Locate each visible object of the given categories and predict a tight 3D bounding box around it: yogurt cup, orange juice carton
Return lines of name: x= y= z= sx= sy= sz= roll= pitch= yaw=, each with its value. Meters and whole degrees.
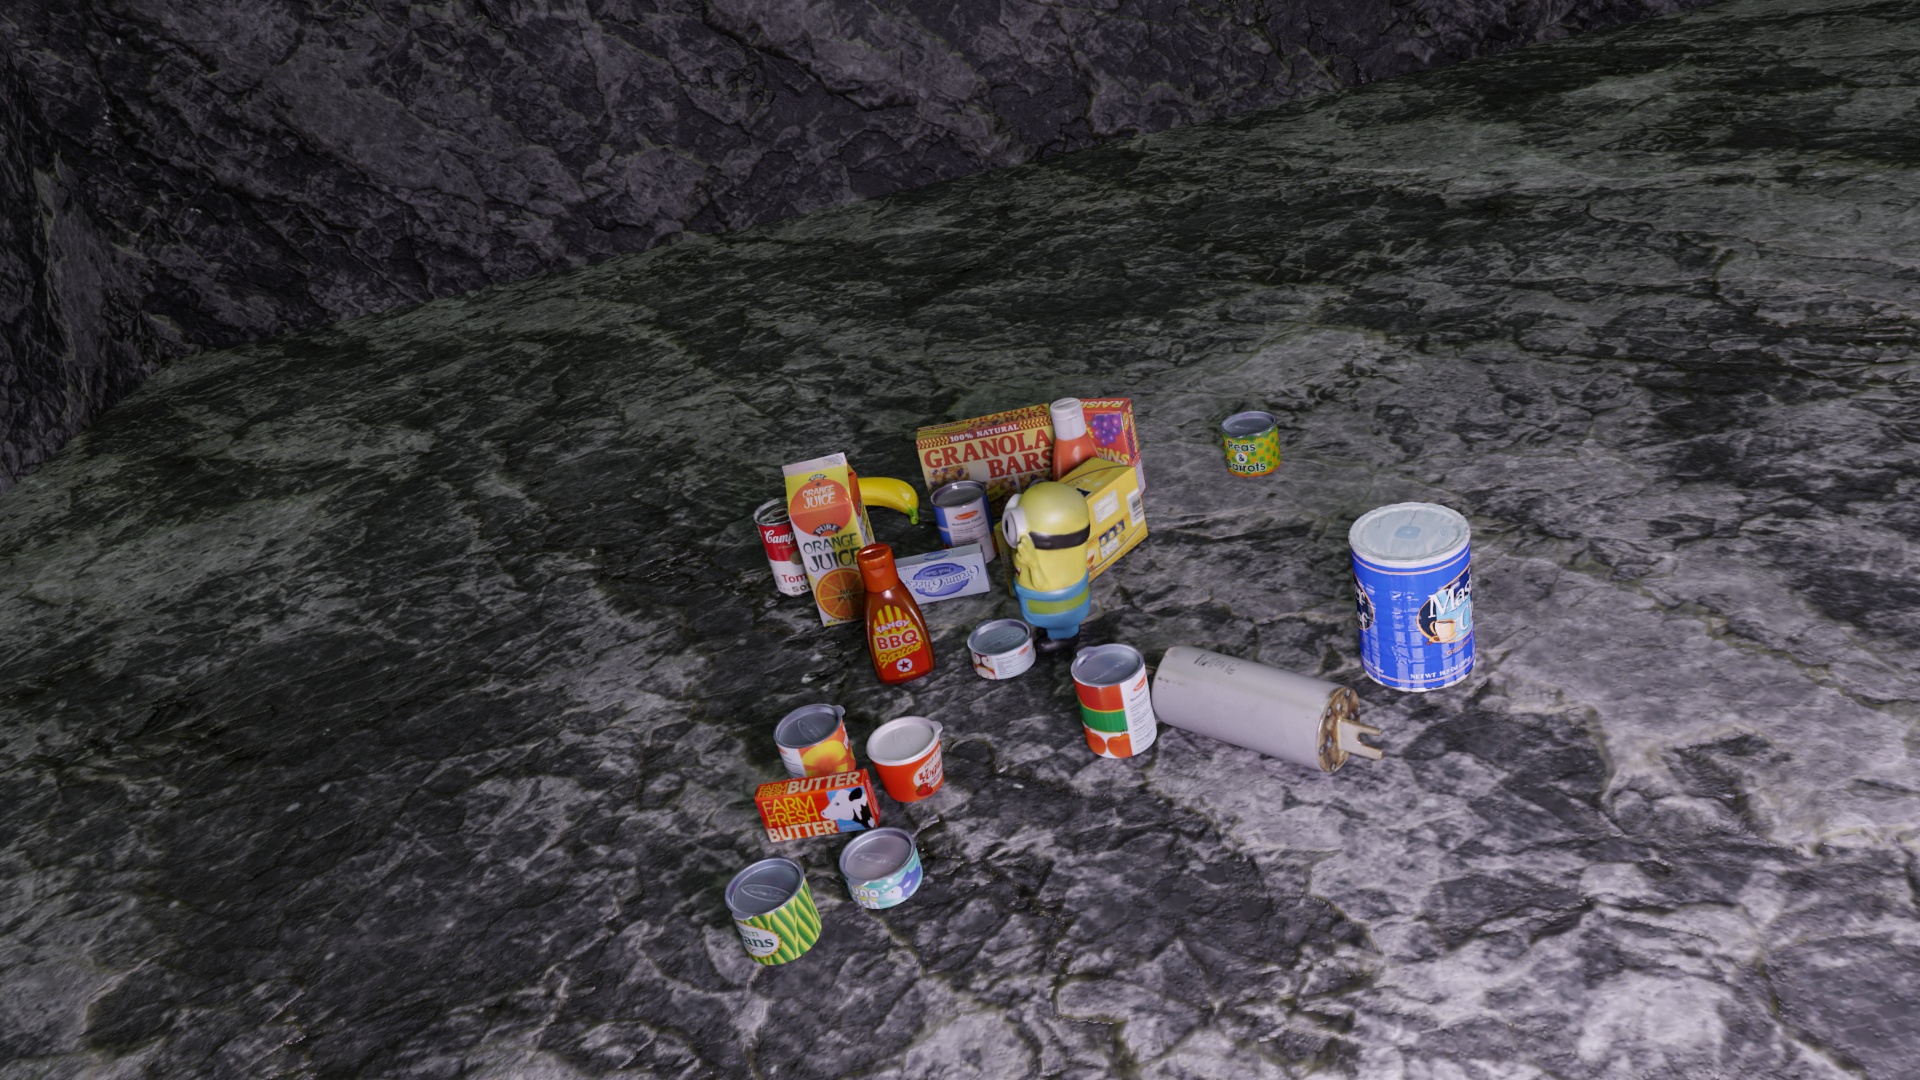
yogurt cup: x=-0.048 y=0.202 z=1.274 sx=0.072 sy=0.053 sz=0.073 roll=-11 pitch=28 yaw=6
orange juice carton: x=-0.140 y=-0.006 z=1.547 sx=0.072 sy=0.191 sz=0.073 roll=-11 pitch=28 yaw=5

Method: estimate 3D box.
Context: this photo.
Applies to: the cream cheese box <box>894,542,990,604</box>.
cream cheese box: x=-0.021 y=0.039 z=1.559 sx=0.104 sy=0.053 sz=0.024 roll=-11 pitch=28 yaw=5

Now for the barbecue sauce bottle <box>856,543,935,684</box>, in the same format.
barbecue sauce bottle: x=-0.071 y=0.074 z=1.418 sx=0.065 sy=0.148 sz=0.044 roll=-14 pitch=28 yaw=0

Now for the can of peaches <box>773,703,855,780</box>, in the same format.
can of peaches: x=-0.135 y=0.197 z=1.318 sx=0.071 sy=0.057 sz=0.071 roll=-11 pitch=28 yaw=6

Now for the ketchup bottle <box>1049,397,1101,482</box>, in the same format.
ketchup bottle: x=0.136 y=-0.093 z=1.629 sx=0.065 sy=0.148 sz=0.044 roll=-20 pitch=28 yaw=-11

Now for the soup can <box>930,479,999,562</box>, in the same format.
soup can: x=0.006 y=-0.020 z=1.623 sx=0.071 sy=0.083 sz=0.072 roll=-11 pitch=28 yaw=6

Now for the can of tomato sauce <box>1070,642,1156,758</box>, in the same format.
can of tomato sauce: x=0.139 y=0.145 z=1.264 sx=0.071 sy=0.082 sz=0.071 roll=-11 pitch=28 yaw=6

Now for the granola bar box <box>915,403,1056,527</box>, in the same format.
granola bar box: x=0.040 y=-0.091 z=1.693 sx=0.165 sy=0.123 sz=0.039 roll=-10 pitch=28 yaw=6

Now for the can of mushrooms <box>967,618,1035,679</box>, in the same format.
can of mushrooms: x=0.042 y=0.110 z=1.424 sx=0.071 sy=0.033 sz=0.071 roll=-11 pitch=28 yaw=6

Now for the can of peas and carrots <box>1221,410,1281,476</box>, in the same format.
can of peas and carrots: x=0.349 y=-0.115 z=1.669 sx=0.071 sy=0.058 sz=0.071 roll=-11 pitch=28 yaw=6

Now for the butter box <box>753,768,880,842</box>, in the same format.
butter box: x=-0.128 y=0.238 z=1.246 sx=0.103 sy=0.053 sz=0.024 roll=-9 pitch=28 yaw=8

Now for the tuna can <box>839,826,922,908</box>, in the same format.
tuna can: x=-0.068 y=0.277 z=1.169 sx=0.071 sy=0.032 sz=0.071 roll=-11 pitch=28 yaw=6

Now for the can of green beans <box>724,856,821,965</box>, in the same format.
can of green beans: x=-0.152 y=0.302 z=1.134 sx=0.071 sy=0.057 sz=0.071 roll=-11 pitch=28 yaw=6

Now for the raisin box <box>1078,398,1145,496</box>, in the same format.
raisin box: x=0.169 y=-0.108 z=1.669 sx=0.086 sy=0.122 sz=0.040 roll=2 pitch=32 yaw=27
